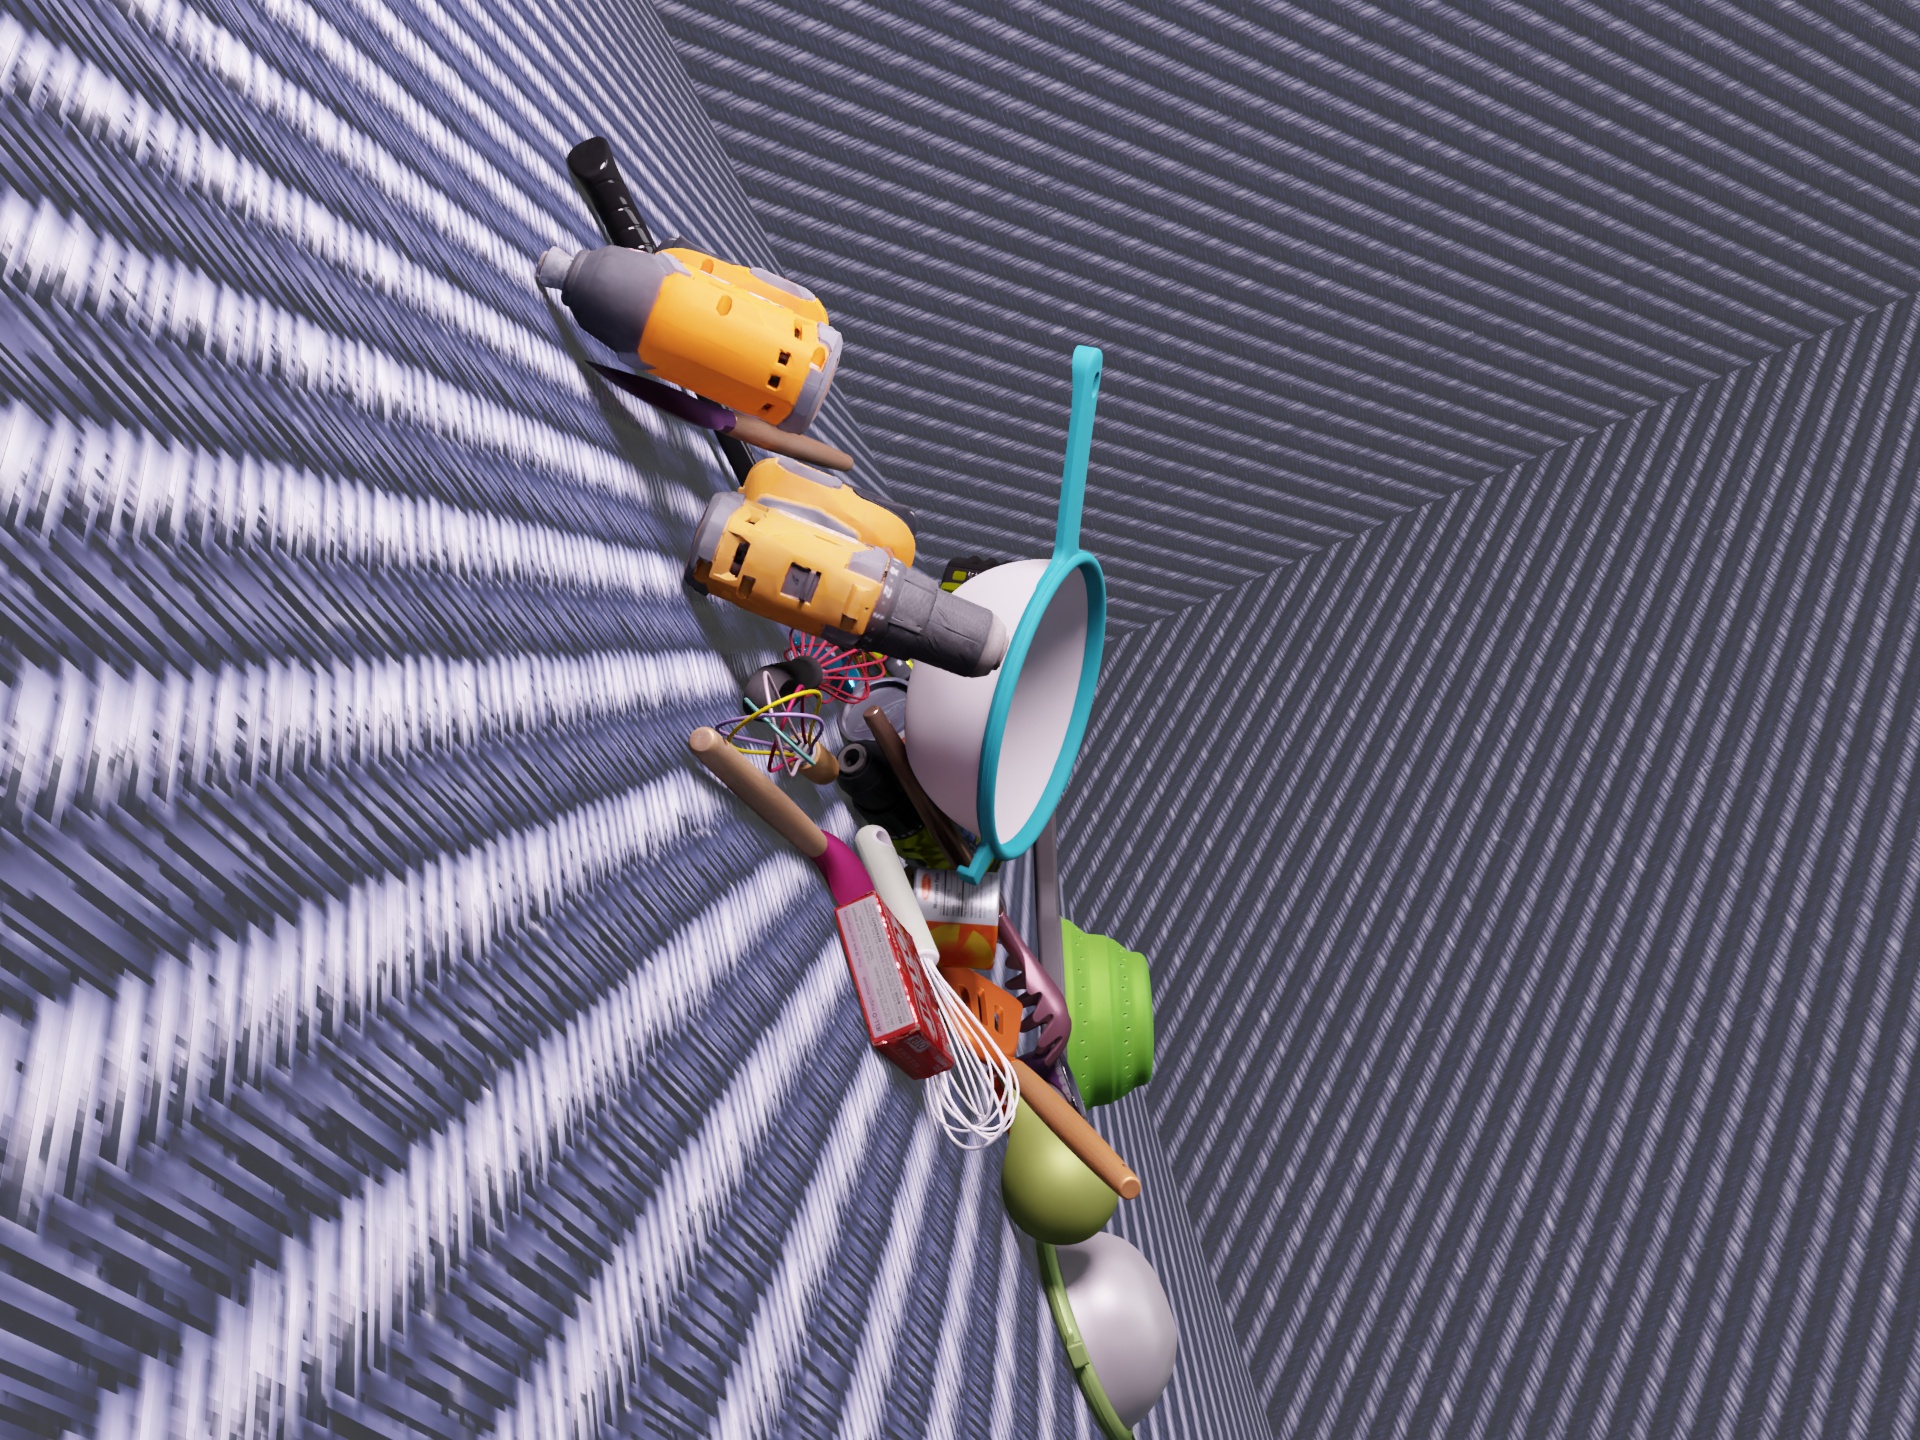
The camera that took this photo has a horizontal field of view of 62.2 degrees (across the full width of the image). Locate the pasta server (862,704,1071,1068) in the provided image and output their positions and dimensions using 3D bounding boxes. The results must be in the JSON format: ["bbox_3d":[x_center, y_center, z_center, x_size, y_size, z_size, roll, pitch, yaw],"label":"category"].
[{"bbox_3d":[0.005,0.121,1.123,0.316,0.040,0.060,60,-8,-25],"label":"pasta server"}]

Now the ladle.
[{"bbox_3d":[0.021,0.224,1.125,0.062,0.078,0.321,77,-12,-46],"label":"ladle"}]

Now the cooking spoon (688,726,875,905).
[{"bbox_3d":[-0.085,0.060,0.858,0.318,0.017,0.069,59,7,-68],"label":"cooking spoon"}]

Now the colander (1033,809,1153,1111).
[{"bbox_3d":[0.110,0.172,1.334,0.204,0.094,0.397,-70,158,-83],"label":"colander"}]

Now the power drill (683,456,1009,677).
[{"bbox_3d":[-0.066,-0.091,0.970,0.185,0.084,0.226,21,12,-8],"label":"power drill"}]

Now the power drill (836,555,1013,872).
[{"bbox_3d":[-0.002,-0.004,1.181,0.190,0.080,0.228,45,63,-51],"label":"power drill"}]

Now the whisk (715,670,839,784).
[{"bbox_3d":[-0.087,0.014,0.883,0.051,0.047,0.245,31,-6,6],"label":"whisk"}]

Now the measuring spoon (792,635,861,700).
[{"bbox_3d":[-0.108,-0.041,1.229,0.042,0.021,0.128,69,13,19],"label":"measuring spoon"}]

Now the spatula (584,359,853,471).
[{"bbox_3d":[-0.134,-0.183,1.004,0.060,0.018,0.316,35,11,15],"label":"spatula"}]

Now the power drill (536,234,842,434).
[{"bbox_3d":[-0.154,-0.233,0.929,0.164,0.084,0.227,22,12,-11],"label":"power drill"}]

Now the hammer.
[{"bbox_3d":[-0.195,-0.263,1.168,0.146,0.035,0.334,-104,170,-64],"label":"hammer"}]

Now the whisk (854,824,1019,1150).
[{"bbox_3d":[-0.022,0.156,0.982,0.057,0.059,0.247,23,29,-40],"label":"whisk"}]

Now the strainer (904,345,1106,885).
[{"bbox_3d":[0.027,-0.078,1.037,0.211,0.095,0.340,-39,140,-61],"label":"strainer"}]

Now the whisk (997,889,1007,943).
[{"bbox_3d":[-0.024,0.090,1.352,0.239,0.055,0.055,61,5,-11],"label":"whisk"}]

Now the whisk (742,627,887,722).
[{"bbox_3d":[-0.095,-0.033,1.014,0.296,0.073,0.073,-53,119,-79],"label":"whisk"}]

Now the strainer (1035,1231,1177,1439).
[{"bbox_3d":[0.102,0.384,1.142,0.257,0.069,0.151,-105,171,-55],"label":"strainer"}]

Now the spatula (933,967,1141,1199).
[{"bbox_3d":[0.046,0.213,0.966,0.081,0.041,0.323,32,-3,-18],"label":"spatula"}]

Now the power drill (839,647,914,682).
[{"bbox_3d":[-0.035,-0.020,1.392,0.223,0.080,0.171,51,-2,18],"label":"power drill"}]

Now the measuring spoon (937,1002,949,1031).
[{"bbox_3d":[-0.020,0.196,1.055,0.116,0.011,0.021,67,1,-74],"label":"measuring spoon"}]
